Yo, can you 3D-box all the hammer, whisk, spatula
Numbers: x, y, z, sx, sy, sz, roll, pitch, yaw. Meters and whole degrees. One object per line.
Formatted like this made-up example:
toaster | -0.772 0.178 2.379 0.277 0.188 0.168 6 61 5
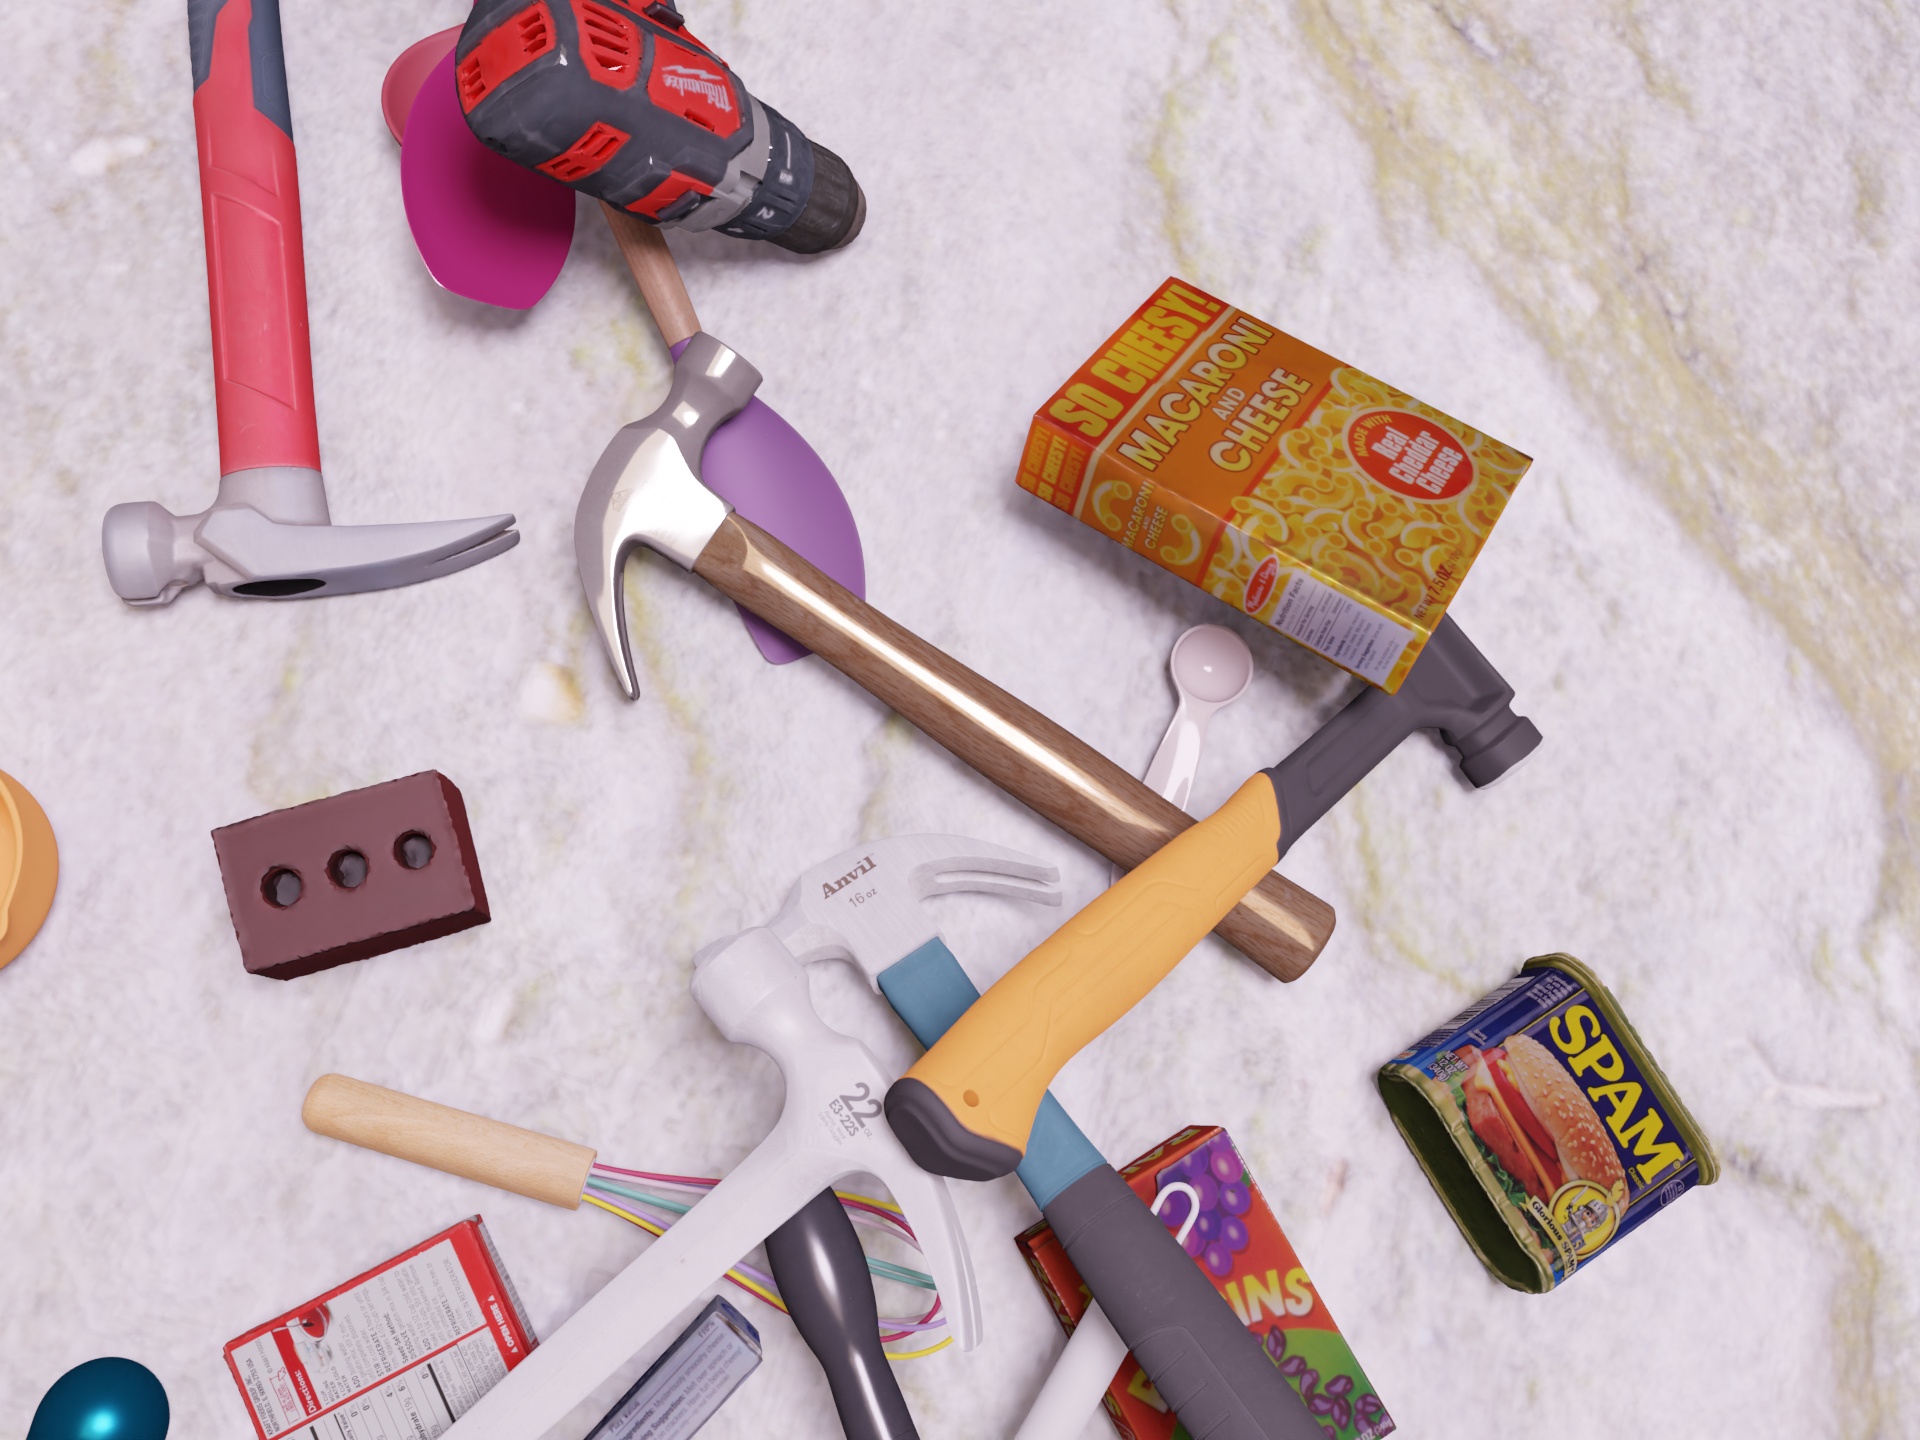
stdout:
hammer | -0.267 -0.237 0.629 0.143 0.038 0.386 -7 78 -13
hammer | -0.170 0.249 0.482 0.405 0.035 0.144 -41 70 -4
whisk | -0.111 0.170 0.556 0.245 0.051 0.047 18 80 -2
hammer | -0.001 -0.002 0.609 0.331 0.031 0.130 35 88 -2
whisk | -0.005 0.271 0.490 0.070 0.070 0.285 -19 73 -14
hammer | 0.045 0.166 0.521 0.128 0.033 0.331 -33 60 -13
spatula | -0.117 -0.174 0.628 0.060 0.018 0.316 -26 93 -17
hammer | 0.091 0.040 0.566 0.337 0.034 0.127 -35 84 -38

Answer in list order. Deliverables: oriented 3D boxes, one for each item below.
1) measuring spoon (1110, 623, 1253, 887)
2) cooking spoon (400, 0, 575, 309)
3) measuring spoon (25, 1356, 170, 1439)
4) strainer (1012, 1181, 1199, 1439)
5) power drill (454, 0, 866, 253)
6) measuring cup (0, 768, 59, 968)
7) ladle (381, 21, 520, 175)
measuring spoon | 0.085 0.020 0.644 0.034 0.018 0.124 22 81 -2
cooking spoon | -0.186 -0.311 0.639 0.068 0.017 0.319 8 72 -35
measuring spoon | -0.319 0.255 0.508 0.128 0.021 0.042 -33 84 -17
strainer | 0.014 0.271 0.534 0.087 0.050 0.258 29 84 22
power drill | -0.121 -0.290 0.607 0.080 0.187 0.227 -22 78 31
measuring cup | -0.375 0.086 0.526 0.095 0.052 0.174 32 75 -1
ladle | -0.157 -0.354 0.683 0.069 0.031 0.315 24 72 -11
